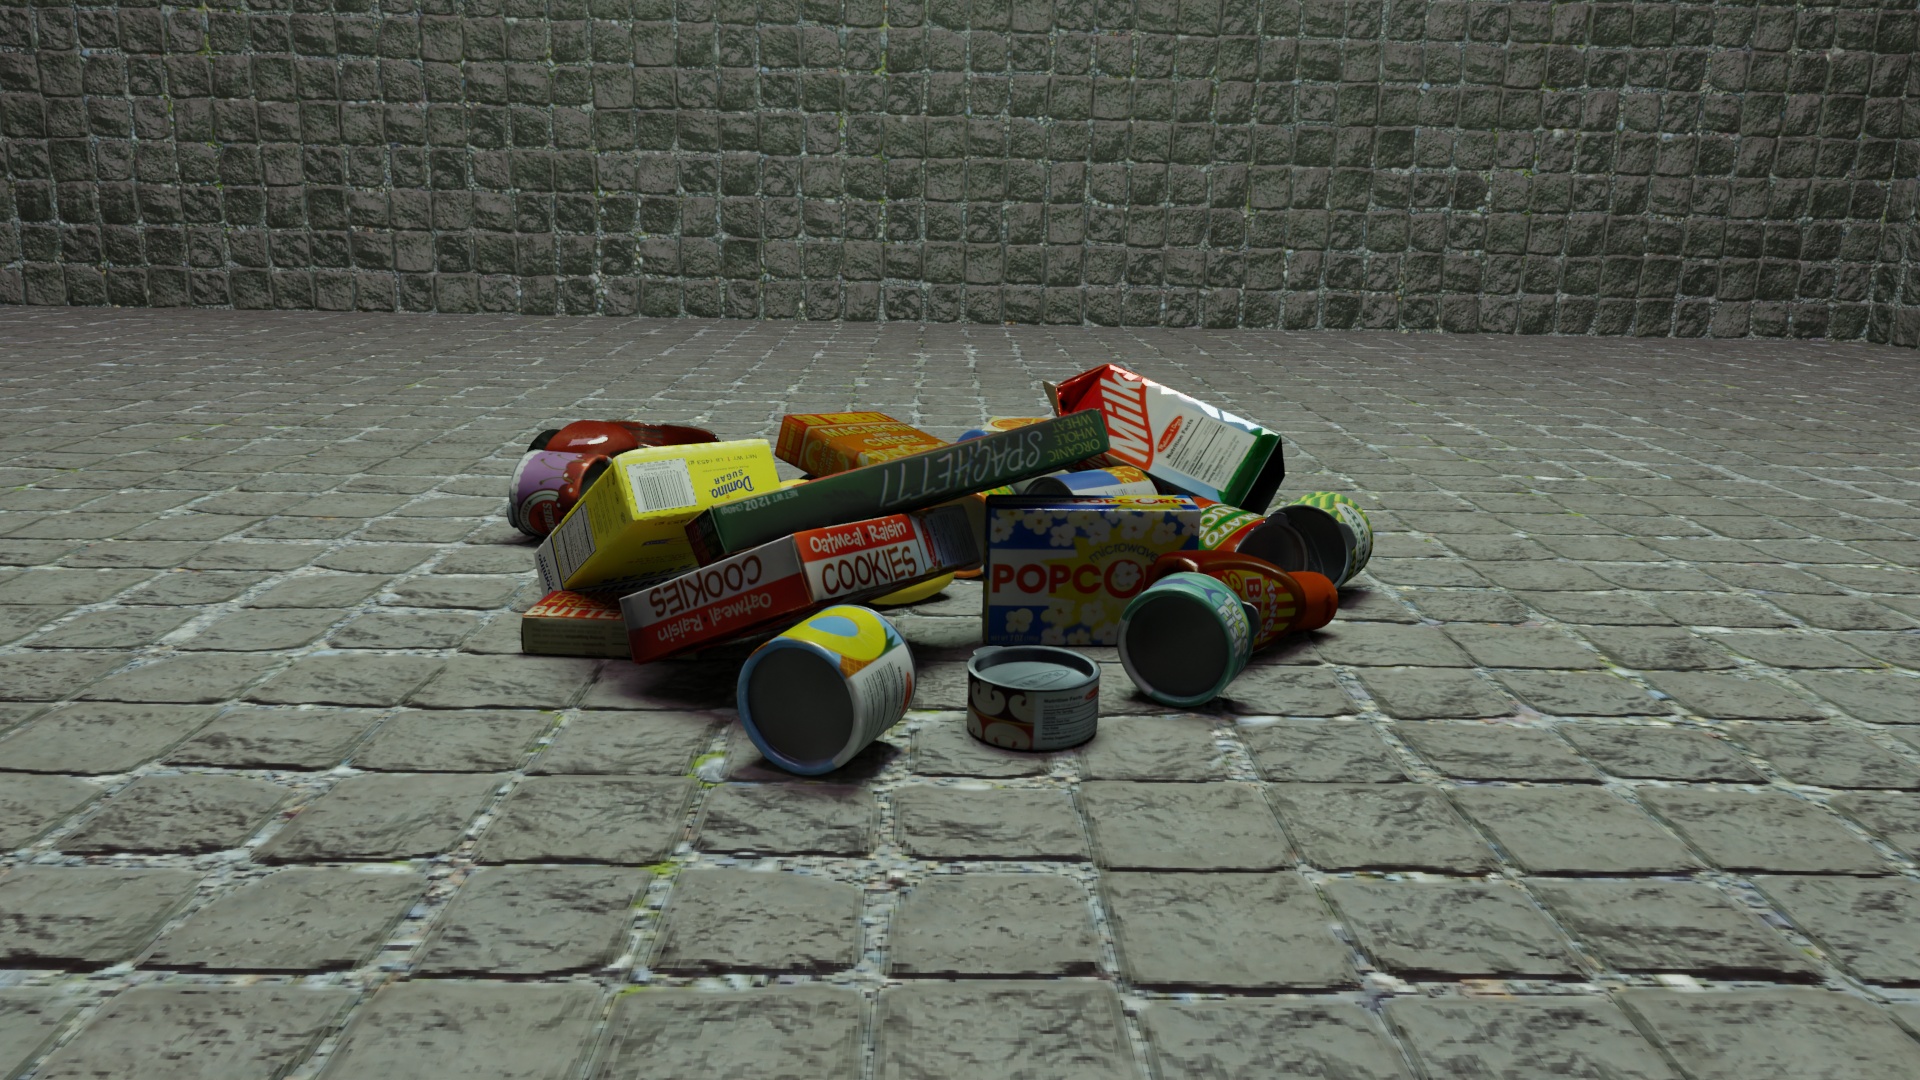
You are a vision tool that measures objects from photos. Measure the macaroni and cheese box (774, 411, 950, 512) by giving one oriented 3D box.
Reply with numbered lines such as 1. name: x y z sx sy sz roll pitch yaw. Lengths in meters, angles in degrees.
1. macaroni and cheese box: -0.049 -0.058 1.126 0.167 0.040 0.124 26 20 30

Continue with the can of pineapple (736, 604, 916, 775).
1. can of pineapple: -0.064 0.068 0.647 0.071 0.070 0.058 7 15 22

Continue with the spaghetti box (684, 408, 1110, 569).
1. spaghetti box: -0.028 -0.032 0.781 0.251 0.028 0.050 -16 -3 -28

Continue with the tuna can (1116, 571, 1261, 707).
1. tuna can: 0.120 0.052 0.729 0.071 0.071 0.033 8 16 26

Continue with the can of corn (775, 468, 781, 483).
1. can of corn: -0.180 -0.033 1.054 0.071 0.071 0.058 7 15 23

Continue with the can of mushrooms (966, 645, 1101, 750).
1. can of mushrooms: 0.034 0.077 0.691 0.071 0.033 0.071 1 14 0

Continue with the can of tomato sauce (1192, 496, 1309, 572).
1. can of tomato sauce: 0.173 0.009 0.901 0.071 0.071 0.083 -6 15 -29

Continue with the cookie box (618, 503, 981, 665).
1. cookie box: -0.084 0.023 0.764 0.122 0.040 0.168 -20 -4 30

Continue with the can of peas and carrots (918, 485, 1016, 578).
1. can of peas and carrots: 0.003 -0.012 0.980 0.071 0.070 0.059 4 14 12

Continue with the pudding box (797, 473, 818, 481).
1. pudding box: -0.113 -0.034 1.132 0.050 0.030 0.084 5 14 10

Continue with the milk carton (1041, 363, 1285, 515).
1. milk carton: 0.149 -0.074 1.077 0.191 0.073 0.072 27 -15 24

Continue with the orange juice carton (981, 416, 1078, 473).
1. orange juice carton: 0.116 -0.062 1.181 0.193 0.071 0.073 3 14 8

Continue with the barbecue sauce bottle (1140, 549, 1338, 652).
1. barbecue sauce bottle: 0.166 0.037 0.811 0.149 0.064 0.044 0 12 -44

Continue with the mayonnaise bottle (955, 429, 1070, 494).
1. mayonnaise bottle: 0.051 -0.047 1.067 0.065 0.041 0.148 15 -5 38

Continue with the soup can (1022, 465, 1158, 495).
1. soup can: 0.093 -0.019 1.016 0.084 0.071 0.071 -9 17 -39

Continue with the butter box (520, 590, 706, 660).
1. butter box: -0.196 0.048 0.803 0.103 0.024 0.053 2 14 4

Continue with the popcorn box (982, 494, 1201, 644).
1. popcorn box: 0.077 0.017 0.828 0.127 0.085 0.038 0 14 -4

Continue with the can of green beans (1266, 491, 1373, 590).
1. can of green beans: 0.240 0.003 0.940 0.071 0.071 0.058 9 15 30

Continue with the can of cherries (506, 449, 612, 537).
1. can of cherries: -0.294 -0.031 1.036 0.058 0.071 0.072 5 14 17
